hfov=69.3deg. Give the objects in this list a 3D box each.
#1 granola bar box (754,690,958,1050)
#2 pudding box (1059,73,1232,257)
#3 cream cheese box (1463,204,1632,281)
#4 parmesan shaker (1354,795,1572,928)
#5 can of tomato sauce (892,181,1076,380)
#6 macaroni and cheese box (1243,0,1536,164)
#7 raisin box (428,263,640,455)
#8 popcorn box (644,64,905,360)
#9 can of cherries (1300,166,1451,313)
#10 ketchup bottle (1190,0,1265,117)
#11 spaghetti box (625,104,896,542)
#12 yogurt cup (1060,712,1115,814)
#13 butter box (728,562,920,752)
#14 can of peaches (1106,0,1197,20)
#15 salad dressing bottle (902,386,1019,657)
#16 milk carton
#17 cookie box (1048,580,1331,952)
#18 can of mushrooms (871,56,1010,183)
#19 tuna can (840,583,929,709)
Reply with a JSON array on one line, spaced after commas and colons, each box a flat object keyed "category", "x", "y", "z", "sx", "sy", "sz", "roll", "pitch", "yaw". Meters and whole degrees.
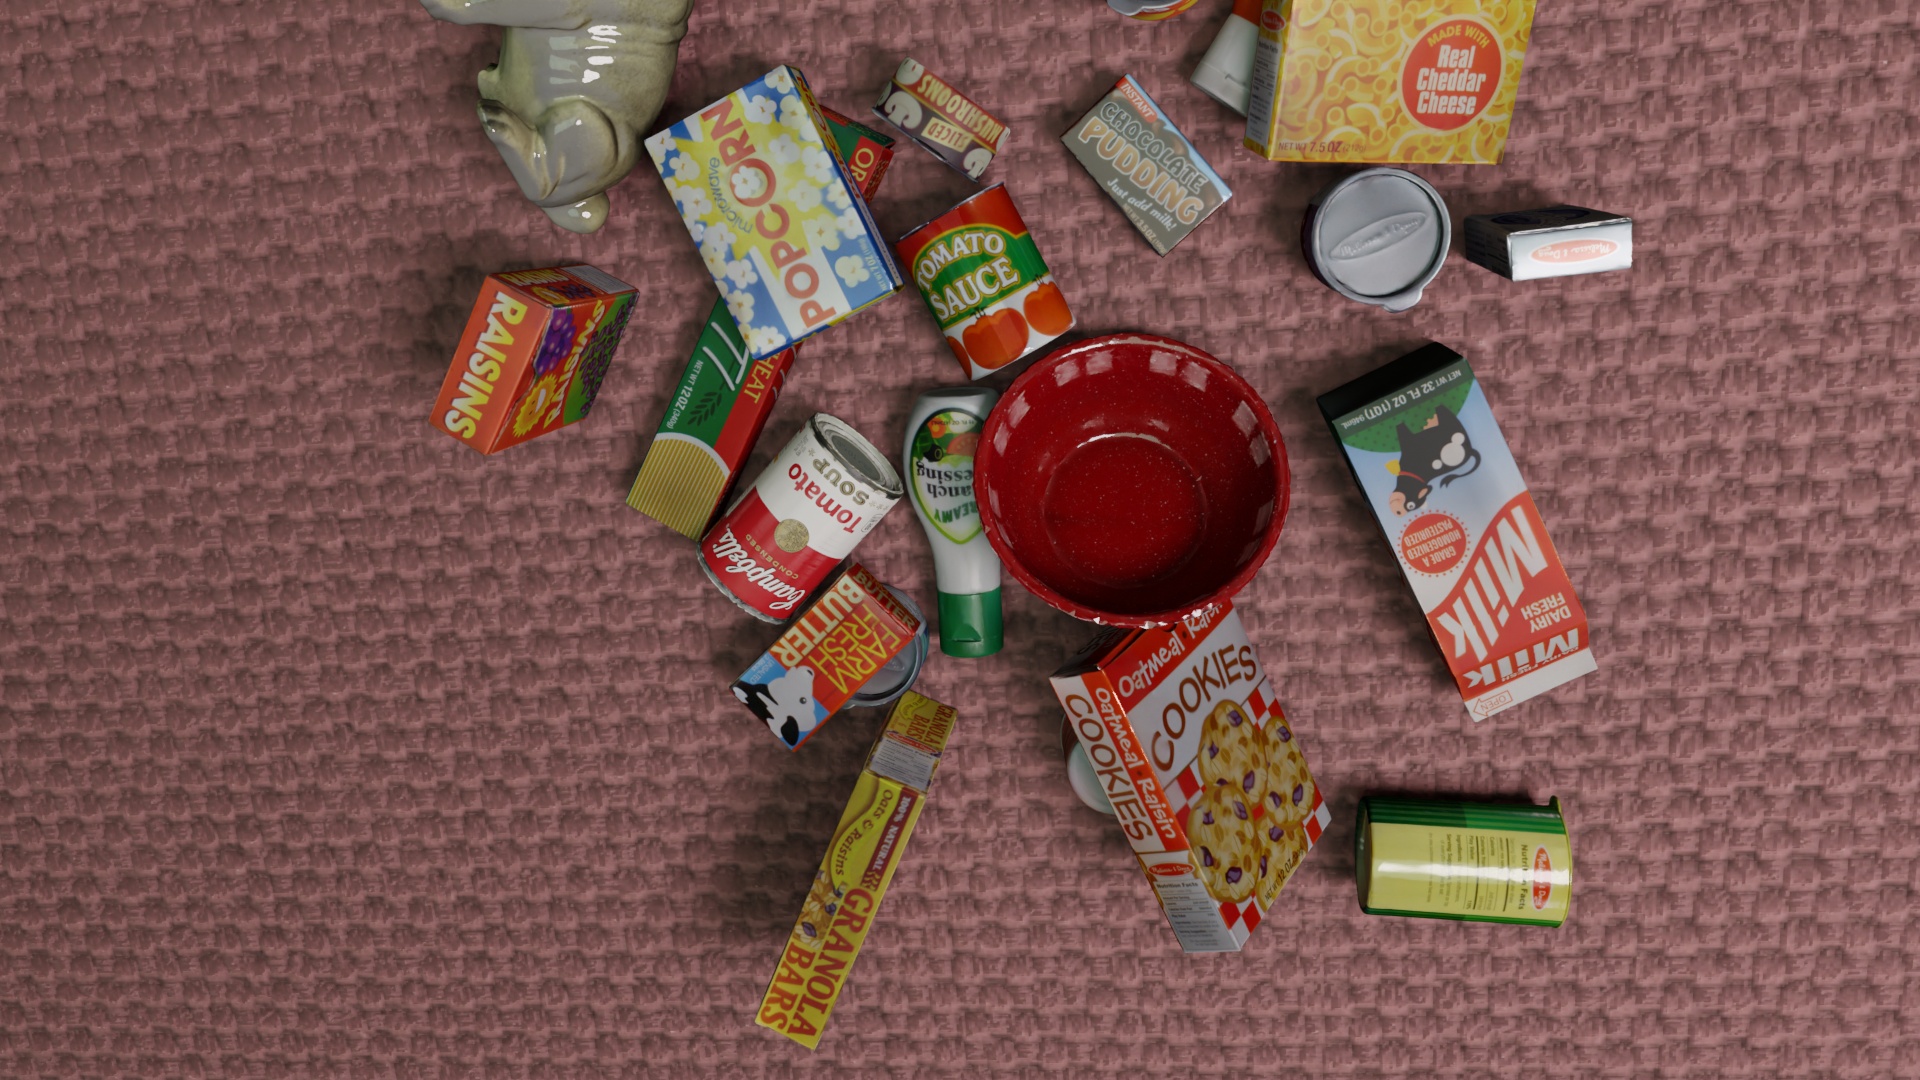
[{"category": "granola bar box", "x": -0.056, "y": 0.180, "z": 0.782, "sx": 0.039, "sy": 0.124, "sz": 0.165, "roll": 24, "pitch": 105, "yaw": 2}, {"category": "pudding box", "x": 0.097, "y": -0.194, "z": 0.722, "sx": 0.049, "sy": 0.030, "sz": 0.083, "roll": -40, "pitch": 95, "yaw": 14}, {"category": "cream cheese box", "x": 0.280, "y": -0.145, "z": 0.670, "sx": 0.053, "sy": 0.104, "sz": 0.024, "roll": -4, "pitch": 106, "yaw": 10}, {"category": "parmesan shaker", "x": 0.274, "y": 0.173, "z": 0.767, "sx": 0.103, "sy": 0.071, "sz": 0.071, "roll": 2, "pitch": 104, "yaw": 8}, {"category": "can of tomato sauce", "x": 0.013, "y": -0.134, "z": 0.727, "sx": 0.071, "sy": 0.071, "sz": 0.083, "roll": -27, "pitch": 99, "yaw": 13}, {"category": "macaroni and cheese box", "x": 0.207, "y": -0.264, "z": 0.651, "sx": 0.124, "sy": 0.040, "sz": 0.165, "roll": -2, "pitch": 116, "yaw": -11}, {"category": "raisin box", "x": -0.223, "y": -0.099, "z": 0.740, "sx": 0.040, "sy": 0.124, "sz": 0.086, "roll": 29, "pitch": 105, "yaw": 1}, {"category": "popcorn box", "x": -0.095, "y": -0.168, "z": 0.718, "sx": 0.085, "sy": 0.038, "sz": 0.126, "roll": -24, "pitch": 99, "yaw": 13}, {"category": "can of cherries", "x": 0.208, "y": -0.152, "z": 0.702, "sx": 0.071, "sy": 0.058, "sz": 0.071, "roll": 2, "pitch": 103, "yaw": 6}, {"category": "ketchup bottle", "x": 0.170, "y": -0.283, "z": 0.684, "sx": 0.065, "sy": 0.044, "sz": 0.148, "roll": 31, "pitch": 106, "yaw": -9}, {"category": "spaghetti box", "x": -0.113, "y": -0.117, "z": 0.769, "sx": 0.050, "sy": 0.029, "sz": 0.249, "roll": 28, "pitch": 105, "yaw": 1}, {"category": "yogurt cup", "x": 0.089, "y": 0.119, "z": 0.785, "sx": 0.072, "sy": 0.054, "sz": 0.072, "roll": 2, "pitch": 103, "yaw": 8}, {"category": "butter box", "x": -0.076, "y": 0.065, "z": 0.774, "sx": 0.053, "sy": 0.024, "sz": 0.103, "roll": 45, "pitch": 106, "yaw": -3}, {"category": "can of peaches", "x": 0.094, "y": -0.291, "z": 0.685, "sx": 0.071, "sy": 0.058, "sz": 0.071, "roll": 2, "pitch": 104, "yaw": 7}, {"category": "salad dressing bottle", "x": 0.003, "y": -0.010, "z": 0.771, "sx": 0.064, "sy": 0.044, "sz": 0.147, "roll": -2, "pitch": 103, "yaw": 9}, {"category": "milk carton", "x": 0.261, "y": 0.000, "z": 0.723, "sx": 0.072, "sy": 0.073, "sz": 0.190, "roll": -27, "pitch": 99, "yaw": 13}, {"category": "cookie box", "x": 0.128, "y": 0.113, "z": 0.742, "sx": 0.040, "sy": 0.123, "sz": 0.167, "roll": -18, "pitch": 102, "yaw": 44}, {"category": "can of mushrooms", "x": -0.009, "y": -0.215, "z": 0.711, "sx": 0.071, "sy": 0.071, "sz": 0.033, "roll": 36, "pitch": 104, "yaw": -2}, {"category": "tuna can", "x": -0.053, "y": 0.062, "z": 0.801, "sx": 0.071, "sy": 0.033, "sz": 0.071, "roll": 2, "pitch": 103, "yaw": 8}]
